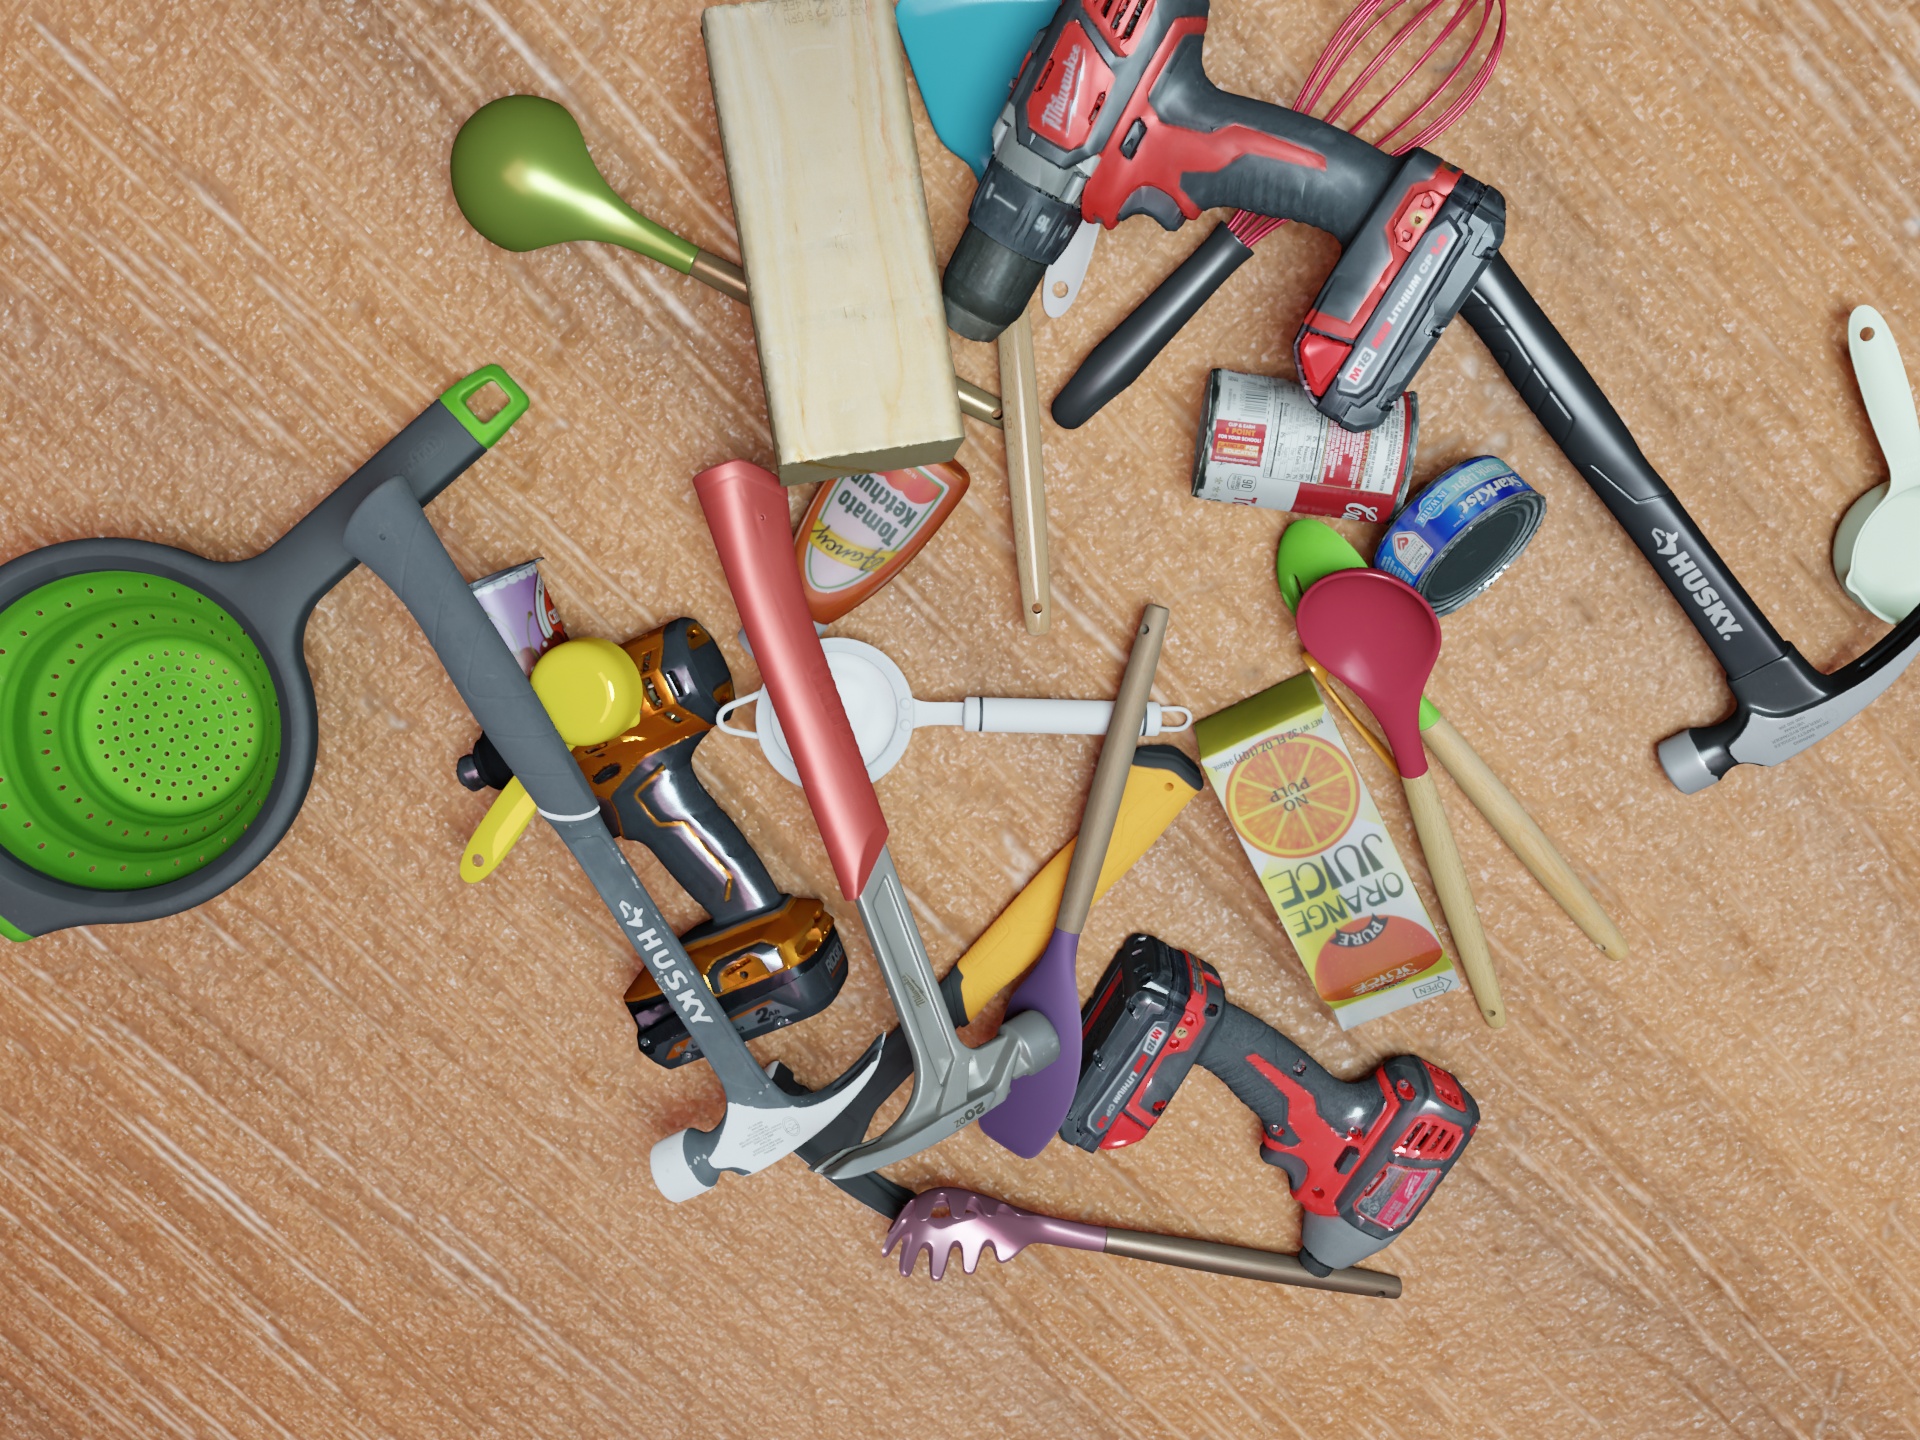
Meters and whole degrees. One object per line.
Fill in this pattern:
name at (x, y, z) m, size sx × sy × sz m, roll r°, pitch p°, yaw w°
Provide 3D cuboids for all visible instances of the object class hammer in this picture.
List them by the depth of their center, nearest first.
hammer at (0.337, -0.124, 0.795) m, size 0.146 × 0.035 × 0.334 m, roll -35°, pitch 97°, yaw 35°
hammer at (-0.068, 0.043, 0.812) m, size 0.149 × 0.037 × 0.359 m, roll -23°, pitch 95°, yaw -30°
hammer at (-0.187, 0.060, 0.818) m, size 0.149 × 0.036 × 0.408 m, roll -26°, pitch 104°, yaw 12°
hammer at (0.023, 0.147, 0.919) m, size 0.127 × 0.034 × 0.337 m, roll 40°, pitch 106°, yaw -6°

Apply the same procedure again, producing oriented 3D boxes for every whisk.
whisk at (0.150, -0.251, 0.779) m, size 0.073 × 0.073 × 0.295 m, roll 43°, pitch 111°, yaw -7°

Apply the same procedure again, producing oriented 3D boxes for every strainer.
strainer at (-0.001, -0.003, 0.871) m, size 0.258 × 0.050 × 0.087 m, roll 2°, pitch 105°, yaw -3°

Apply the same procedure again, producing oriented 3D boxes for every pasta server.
pasta server at (0.111, 0.318, 0.941) m, size 0.316 × 0.040 × 0.060 m, roll 11°, pitch 125°, yaw -6°

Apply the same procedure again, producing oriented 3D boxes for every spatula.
spatula at (0.025, -0.199, 0.803) m, size 0.082 × 0.044 × 0.317 m, roll -5°, pitch 99°, yaw 4°
spatula at (0.067, 0.090, 0.865) m, size 0.060 × 0.018 × 0.316 m, roll 22°, pitch 102°, yaw 39°

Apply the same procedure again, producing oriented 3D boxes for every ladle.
ladle at (-0.112, -0.226, 0.825) m, size 0.320 × 0.062 × 0.078 m, roll 25°, pitch 105°, yaw -9°
ladle at (0.247, 0.047, 0.838) m, size 0.069 × 0.031 × 0.315 m, roll -7°, pitch 123°, yaw 32°

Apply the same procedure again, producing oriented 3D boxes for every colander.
colander at (-0.391, -0.051, 0.883) m, size 0.397 × 0.094 × 0.204 m, roll -42°, pitch 95°, yaw -3°

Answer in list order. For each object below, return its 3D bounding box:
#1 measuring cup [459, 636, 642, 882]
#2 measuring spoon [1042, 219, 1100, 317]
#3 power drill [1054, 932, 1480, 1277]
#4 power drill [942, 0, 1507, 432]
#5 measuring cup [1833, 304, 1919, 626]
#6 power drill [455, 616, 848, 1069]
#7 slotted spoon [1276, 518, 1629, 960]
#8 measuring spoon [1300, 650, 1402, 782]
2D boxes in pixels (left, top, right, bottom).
measuring cup at (-0.225, 0.025, 0.839) m, size 0.062 × 0.029 × 0.156 m, roll 35°, pitch 99°, yaw 2°
measuring spoon at (0.065, -0.266, 0.807) m, size 0.034 × 0.018 × 0.124 m, roll 17°, pitch 114°, yaw 0°
power drill at (0.169, 0.227, 0.909) m, size 0.219 × 0.079 × 0.143 m, roll 27°, pitch 107°, yaw -6°
power drill at (0.111, -0.220, 0.731) m, size 0.227 × 0.080 × 0.187 m, roll 33°, pitch 116°, yaw 4°
measuring cup at (0.466, -0.127, 0.795) m, size 0.083 × 0.038 × 0.167 m, roll -21°, pitch 101°, yaw 11°
power drill at (-0.175, 0.074, 0.894) m, size 0.164 × 0.084 × 0.226 m, roll -22°, pitch 99°, yaw 12°
slotted spoon at (0.267, 0.019, 0.853) m, size 0.313 × 0.070 × 0.031 m, roll 48°, pitch 70°, yaw -14°
measuring spoon at (0.222, 0.004, 0.860) m, size 0.011 × 0.021 × 0.116 m, roll -38°, pitch 106°, yaw 15°
